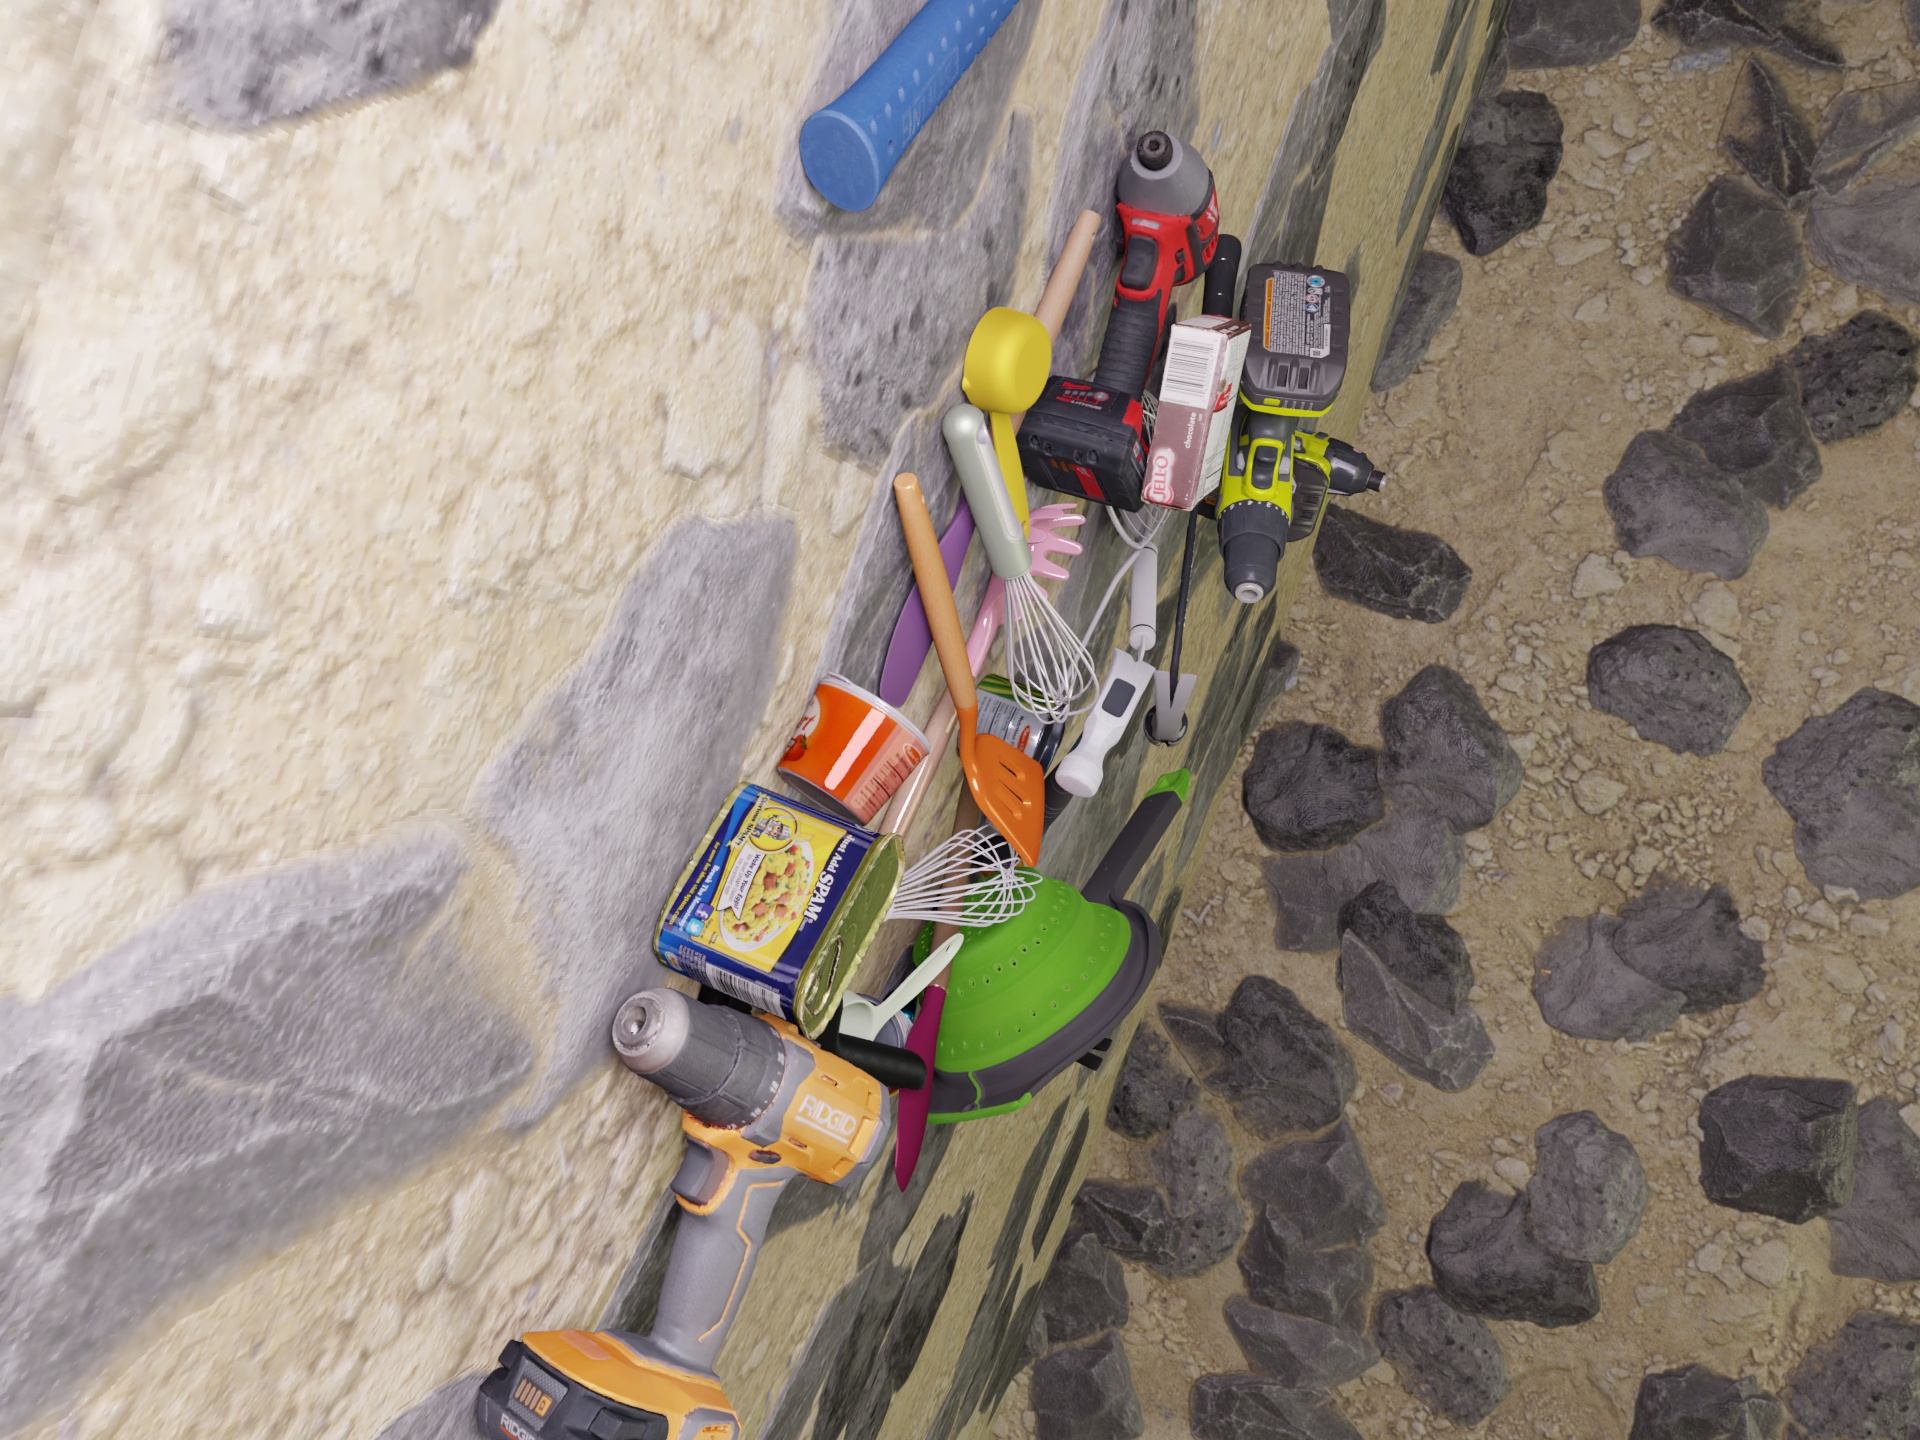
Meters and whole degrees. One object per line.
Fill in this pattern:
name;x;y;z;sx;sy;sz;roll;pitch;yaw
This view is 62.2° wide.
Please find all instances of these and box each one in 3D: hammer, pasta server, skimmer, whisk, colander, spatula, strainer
hammer;0.040;-0.357;0.719;0.144;0.035;0.406;88;27;-54
pasta server;-0.002;-0.003;1.022;0.316;0.040;0.060;-65;155;-12
skimmer;0.069;-0.079;1.186;0.363;0.090;0.127;-66;172;27
whisk;0.033;-0.086;0.936;0.246;0.059;0.058;67;33;-44
hammer;0.186;-0.189;1.257;0.149;0.036;0.409;62;35;-79
colander;0.071;0.127;1.195;0.094;0.204;0.397;55;44;-15
spatula;0.018;-0.156;0.931;0.316;0.018;0.059;-67;160;-5
strainer;0.142;-0.136;1.232;0.259;0.050;0.086;-82;-170;-45
hammer;0.059;0.200;1.371;0.034;0.127;0.336;-56;154;-26
whisk;-0.036;0.107;0.963;0.284;0.070;0.070;-4;114;-59
hammer;0.081;0.043;1.215;0.128;0.033;0.331;-61;178;-21
spatula;0.008;-0.028;0.943;0.322;0.041;0.081;74;18;-51

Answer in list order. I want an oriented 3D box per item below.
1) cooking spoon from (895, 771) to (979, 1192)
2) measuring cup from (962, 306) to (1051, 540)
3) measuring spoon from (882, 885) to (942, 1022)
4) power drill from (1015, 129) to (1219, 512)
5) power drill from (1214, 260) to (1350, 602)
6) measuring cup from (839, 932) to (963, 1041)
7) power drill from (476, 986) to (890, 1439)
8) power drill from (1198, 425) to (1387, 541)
cooking spoon;-0.012;0.158;1.059;0.068;0.017;0.319;80;16;-50
measuring cup;0.036;-0.161;0.908;0.062;0.029;0.156;-50;144;-35
measuring spoon;-0.036;0.178;1.183;0.042;0.021;0.129;73;31;-55
power drill;0.106;-0.256;1.006;0.143;0.078;0.220;35;73;-74
power drill;0.244;-0.223;1.253;0.228;0.080;0.191;91;8;-56
measuring cup;-0.061;0.172;0.978;0.167;0.038;0.083;-36;142;-41
power drill;-0.136;0.244;0.755;0.185;0.084;0.226;45;66;-49
power drill;0.322;-0.247;1.576;0.223;0.171;0.080;-36;143;-58
